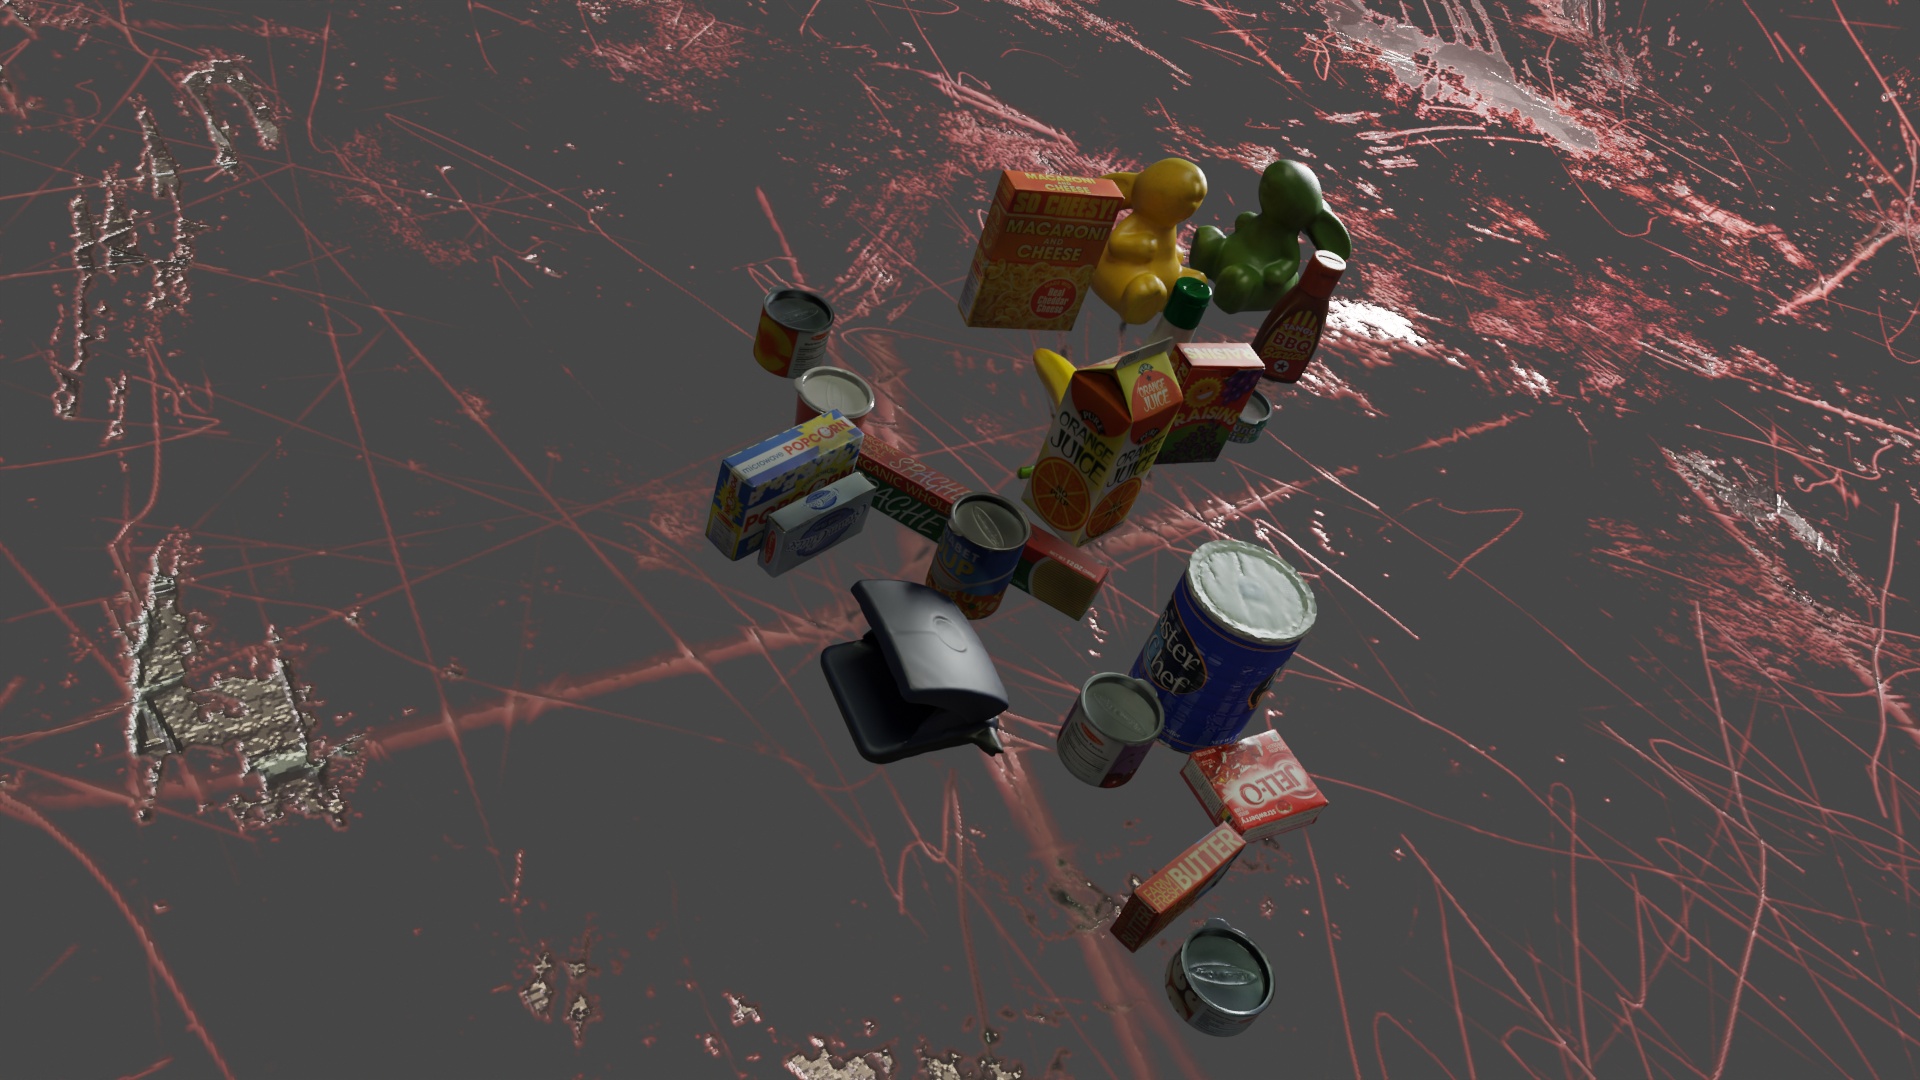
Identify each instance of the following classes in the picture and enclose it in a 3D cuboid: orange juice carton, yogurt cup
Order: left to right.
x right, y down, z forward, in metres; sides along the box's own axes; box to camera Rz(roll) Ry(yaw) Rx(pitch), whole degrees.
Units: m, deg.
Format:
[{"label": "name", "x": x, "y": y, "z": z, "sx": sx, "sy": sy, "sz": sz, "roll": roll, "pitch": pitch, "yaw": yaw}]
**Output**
[{"label": "yogurt cup", "x": -0.114, "y": -0.112, "z": 1.222, "sx": 0.072, "sy": 0.053, "sz": 0.073, "roll": 12, "pitch": 42, "yaw": -11}, {"label": "orange juice carton", "x": 0.127, "y": -0.091, "z": 1.194, "sx": 0.072, "sy": 0.191, "sz": 0.073, "roll": -24, "pitch": 58, "yaw": -39}]

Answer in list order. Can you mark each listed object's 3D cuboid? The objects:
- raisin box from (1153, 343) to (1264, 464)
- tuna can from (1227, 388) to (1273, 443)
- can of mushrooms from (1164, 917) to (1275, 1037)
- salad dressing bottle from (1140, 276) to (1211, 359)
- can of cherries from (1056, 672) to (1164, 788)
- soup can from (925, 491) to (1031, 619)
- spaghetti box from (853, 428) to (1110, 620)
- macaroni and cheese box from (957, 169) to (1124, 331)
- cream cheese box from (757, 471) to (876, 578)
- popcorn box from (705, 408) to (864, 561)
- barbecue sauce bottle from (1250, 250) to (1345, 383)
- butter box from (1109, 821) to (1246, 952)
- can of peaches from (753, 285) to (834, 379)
[{"label": "raisin box", "x": 0.226, "y": -0.130, "z": 1.329, "sx": 0.086, "sy": 0.122, "sz": 0.040, "roll": -3, "pitch": 46, "yaw": -25}, {"label": "tuna can", "x": 0.283, "y": -0.130, "z": 1.422, "sx": 0.071, "sy": 0.032, "sz": 0.071, "roll": 12, "pitch": 42, "yaw": -11}, {"label": "can of mushrooms", "x": 0.171, "y": 0.290, "z": 0.921, "sx": 0.071, "sy": 0.033, "sz": 0.071, "roll": 12, "pitch": 42, "yaw": -11}, {"label": "salad dressing bottle", "x": 0.203, "y": -0.189, "z": 1.366, "sx": 0.064, "sy": 0.146, "sz": 0.044, "roll": -23, "pitch": 57, "yaw": -39}, {"label": "can of cherries", "x": 0.113, "y": 0.142, "z": 1.039, "sx": 0.071, "sy": 0.058, "sz": 0.072, "roll": 12, "pitch": 42, "yaw": -11}, {"label": "soup can", "x": 0.011, "y": 0.013, "z": 1.116, "sx": 0.071, "sy": 0.083, "sz": 0.072, "roll": 12, "pitch": 42, "yaw": -11}, {"label": "spaghetti box", "x": 0.004, "y": -0.015, "z": 1.169, "sx": 0.250, "sy": 0.049, "sz": 0.029, "roll": 29, "pitch": 41, "yaw": 9}, {"label": "macaroni and cheese box", "x": 0.079, "y": -0.292, "z": 1.411, "sx": 0.124, "sy": 0.165, "sz": 0.040, "roll": -2, "pitch": 46, "yaw": -24}, {"label": "cream cheese box", "x": -0.116, "y": -0.013, "z": 1.115, "sx": 0.024, "sy": 0.053, "sz": 0.104, "roll": 40, "pitch": 44, "yaw": 21}, {"label": "popcorn box", "x": -0.141, "y": -0.045, "z": 1.115, "sx": 0.038, "sy": 0.084, "sz": 0.127, "roll": 40, "pitch": 44, "yaw": 20}, {"label": "barbecue sauce bottle", "x": 0.362, "y": -0.239, "z": 1.484, "sx": 0.065, "sy": 0.147, "sz": 0.044, "roll": 15, "pitch": 41, "yaw": -7}, {"label": "butter box", "x": 0.150, "y": 0.238, "z": 0.954, "sx": 0.104, "sy": 0.052, "sz": 0.024, "roll": -25, "pitch": 58, "yaw": -40}, {"label": "can of peaches", "x": -0.157, "y": -0.193, "z": 1.289, "sx": 0.071, "sy": 0.057, "sz": 0.071, "roll": 12, "pitch": 42, "yaw": -11}]
